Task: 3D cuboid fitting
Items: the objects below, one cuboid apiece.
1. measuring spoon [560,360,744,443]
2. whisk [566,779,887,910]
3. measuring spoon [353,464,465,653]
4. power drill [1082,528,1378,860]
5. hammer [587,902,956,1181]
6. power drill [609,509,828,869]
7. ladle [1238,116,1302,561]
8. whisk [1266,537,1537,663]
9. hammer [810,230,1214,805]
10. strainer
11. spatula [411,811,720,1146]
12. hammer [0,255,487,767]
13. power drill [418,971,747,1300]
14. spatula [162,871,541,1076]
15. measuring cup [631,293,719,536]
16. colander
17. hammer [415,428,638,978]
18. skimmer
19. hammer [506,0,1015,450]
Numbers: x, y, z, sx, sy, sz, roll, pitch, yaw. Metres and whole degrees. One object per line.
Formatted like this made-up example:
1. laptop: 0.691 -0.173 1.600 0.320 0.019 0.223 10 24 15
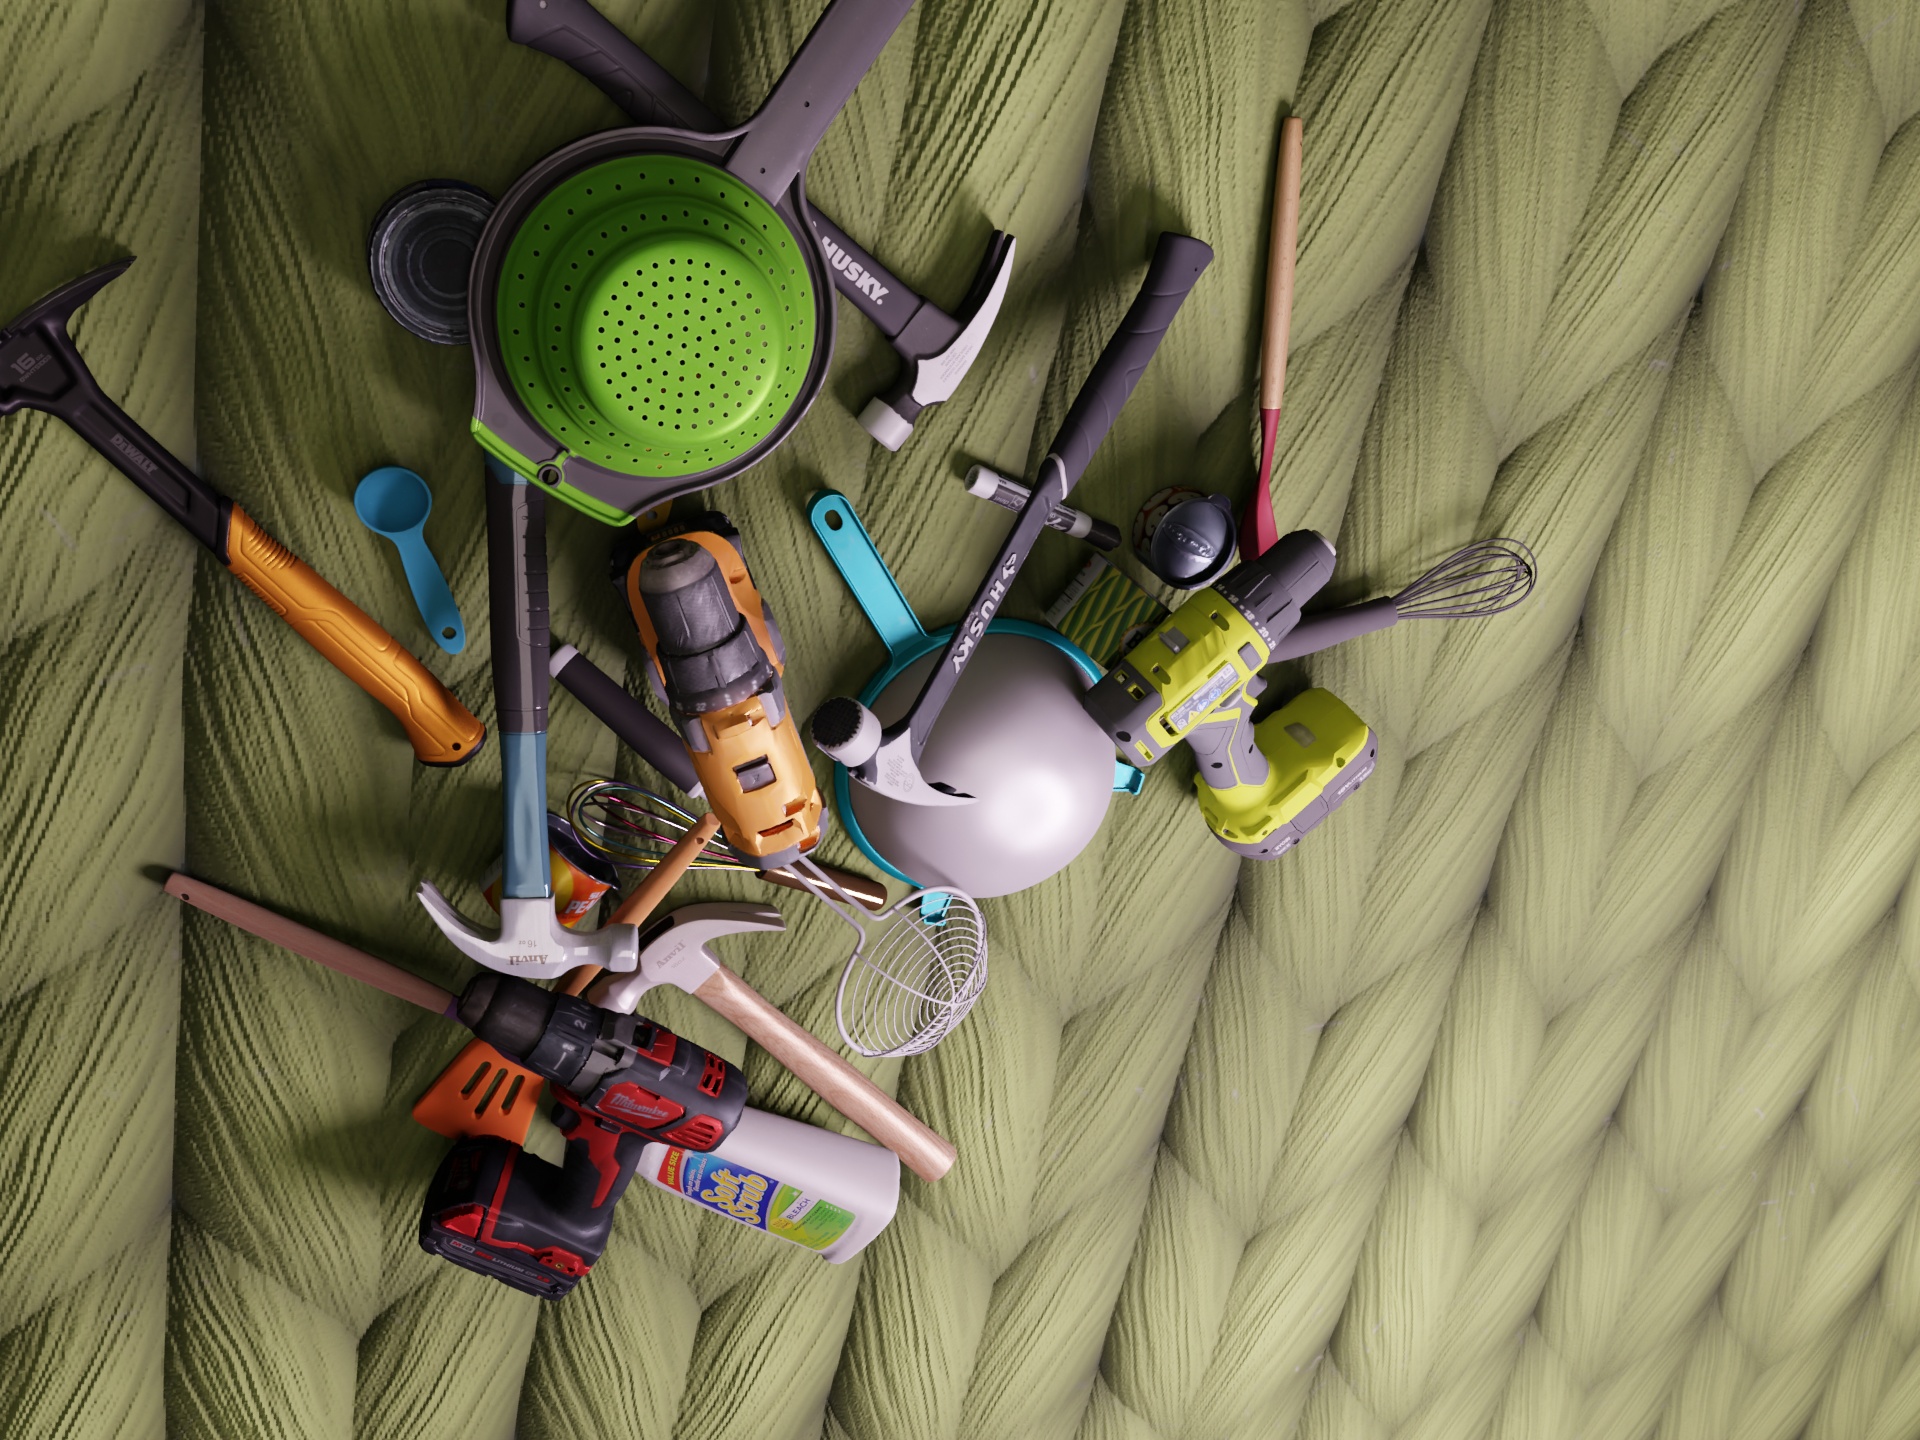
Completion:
1. measuring spoon: -0.179 -0.181 0.922 0.117 0.011 0.021 -24 129 -2
2. whisk: -0.152 0.087 1.072 0.244 0.047 0.051 21 110 -32
3. measuring spoon: -0.320 -0.095 0.938 0.042 0.021 0.128 -20 128 -12
4. power drill: 0.206 -0.014 1.103 0.190 0.080 0.228 -42 137 2
5. hammer: -0.110 0.245 1.165 0.130 0.031 0.331 -43 121 2
6. power drill: -0.144 -0.045 0.898 0.084 0.226 0.185 -21 121 -6
7. ladle: 0.210 -0.235 1.063 0.031 0.069 0.315 7 111 17
8. whisk: 0.314 -0.084 1.171 0.239 0.055 0.055 -17 119 -8
9. hammer: 0.052 -0.130 0.979 0.409 0.036 0.149 -60 145 -10
10. strainer: -0.002 -0.003 1.054 0.211 0.095 0.340 -33 122 -4
11. spatula: -0.249 0.172 1.042 0.081 0.041 0.322 30 119 -24
12. hammer: -0.389 -0.095 0.897 0.127 0.034 0.336 -40 121 1
13. power drill: -0.268 0.262 1.025 0.187 0.080 0.226 30 120 -18
14. spatula: -0.349 0.168 1.012 0.315 0.018 0.059 29 119 -18
15. measuring cup: -0.177 -0.183 0.950 0.062 0.029 0.156 3 124 -21
16. colander: -0.109 -0.275 0.845 0.204 0.095 0.397 32 99 -29
17. hammer: -0.259 -0.008 0.945 0.128 0.033 0.331 -1 100 -10
18. skimmer: -0.126 0.082 1.039 0.363 0.090 0.127 42 78 -9
19. hammer: -0.113 -0.307 0.906 0.334 0.035 0.146 36 98 -30
